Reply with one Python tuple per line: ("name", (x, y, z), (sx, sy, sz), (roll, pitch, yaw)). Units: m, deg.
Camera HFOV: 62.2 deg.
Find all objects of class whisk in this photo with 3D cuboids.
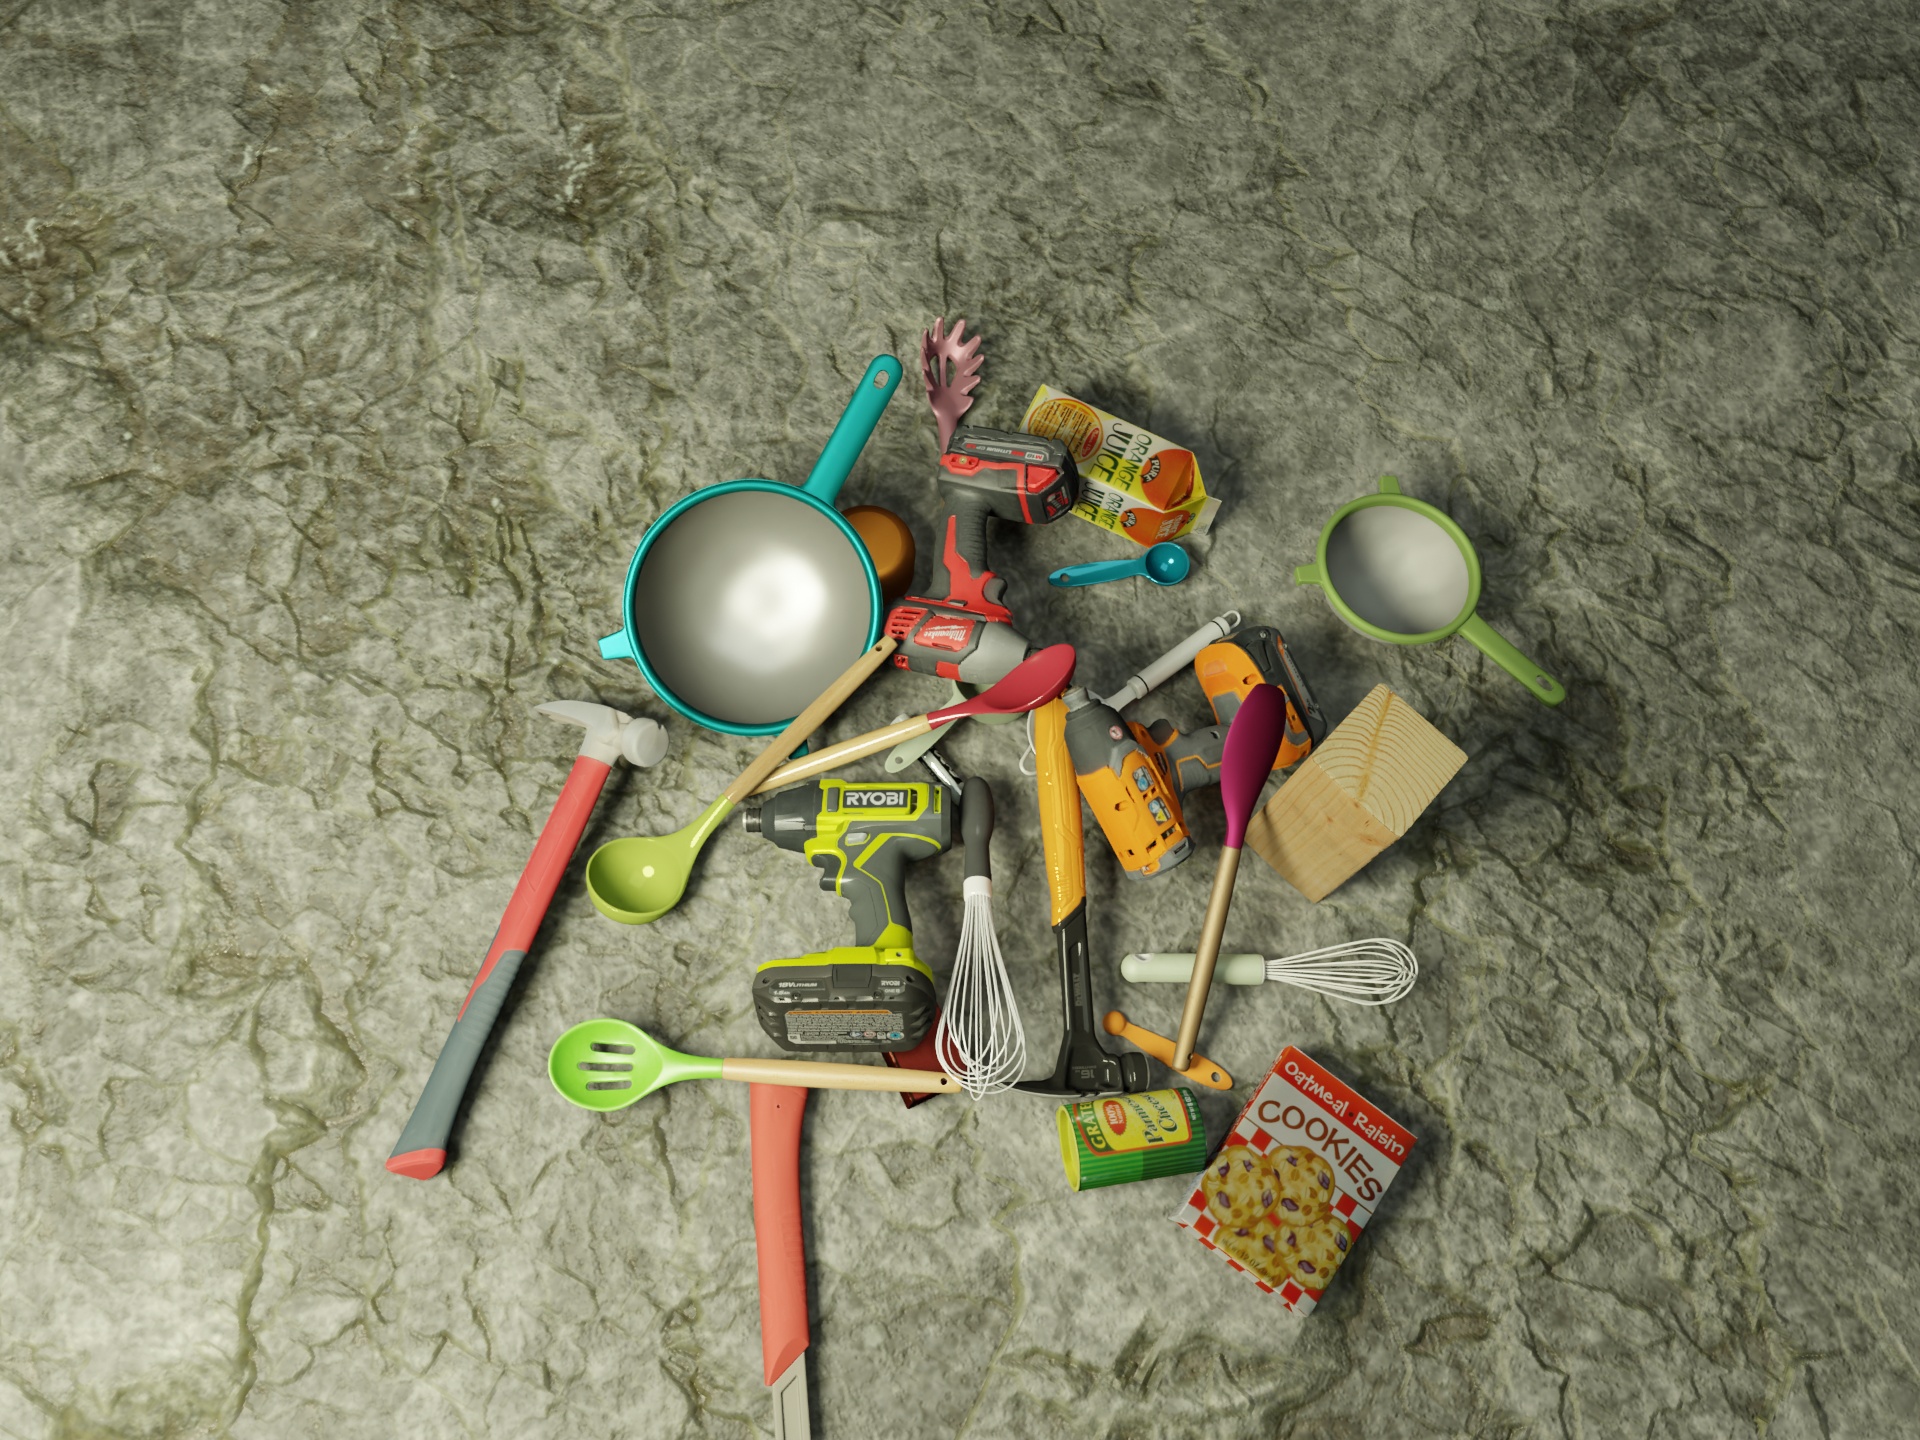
("whisk", (0.014, 0.163, 1.251), (0.070, 0.070, 0.285), (3, 52, -5))
("whisk", (0.255, 0.206, 1.311), (0.246, 0.058, 0.059), (1, 105, -1))

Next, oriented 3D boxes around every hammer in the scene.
("hammer", (-0.359, 0.165, 1.249), (0.143, 0.038, 0.386), (11, 72, 39))
("hammer", (-0.140, 0.441, 1.183), (0.149, 0.036, 0.359), (-4, 70, -8))
("hammer", (0.078, 0.133, 1.286), (0.127, 0.034, 0.337), (1, 76, -17))

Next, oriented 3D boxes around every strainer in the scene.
("strainer", (0.425, -0.091, 1.427), (0.256, 0.069, 0.151), (41, 68, 9))
("strainer", (-0.142, -0.152, 1.338), (0.211, 0.095, 0.340), (29, 92, -9))
("strainer", (0.148, -0.023, 1.382), (0.258, 0.050, 0.087), (-35, 85, -17))

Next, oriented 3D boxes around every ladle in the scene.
("ladle", (-0.171, 0.042, 1.283), (0.320, 0.062, 0.078), (-44, 70, -4))
("ladle", (-0.049, 0.010, 1.293), (0.315, 0.031, 0.069), (-20, 29, 11))

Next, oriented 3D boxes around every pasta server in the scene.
("pasta server", (-0.007, -0.221, 1.448), (0.060, 0.040, 0.316), (4, 70, -17))

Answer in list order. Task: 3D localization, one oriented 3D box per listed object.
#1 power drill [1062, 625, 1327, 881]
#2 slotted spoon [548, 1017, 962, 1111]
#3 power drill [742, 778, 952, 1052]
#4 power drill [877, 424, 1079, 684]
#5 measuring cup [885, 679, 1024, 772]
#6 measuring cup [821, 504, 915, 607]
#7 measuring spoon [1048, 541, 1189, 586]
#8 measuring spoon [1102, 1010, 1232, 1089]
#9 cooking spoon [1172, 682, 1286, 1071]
("power drill", (0.185, 0.008, 1.314), (0.226, 0.084, 0.164), (-33, 97, -31))
("slotted spoon", (-0.155, 0.269, 1.212), (0.314, 0.031, 0.070), (3, 69, 2))
("power drill", (-0.094, 0.144, 1.253), (0.171, 0.080, 0.223), (-1, 48, 1))
("power drill", (0.025, -0.135, 1.358), (0.143, 0.078, 0.220), (12, 70, 16))
("measuring cup", (-0.002, -0.004, 1.363), (0.167, 0.038, 0.083), (-42, 72, -19))
("measuring cup", (-0.118, -0.169, 1.407), (0.173, 0.052, 0.095), (32, 69, 4))
("measuring spoon", (0.144, -0.133, 1.446), (0.128, 0.021, 0.042), (-8, 71, 1))
("measuring spoon", (0.169, 0.269, 1.293), (0.117, 0.011, 0.021), (28, 69, 5))
("cooking spoon", (0.213, 0.127, 1.275), (0.068, 0.017, 0.319), (11, 93, -42))
